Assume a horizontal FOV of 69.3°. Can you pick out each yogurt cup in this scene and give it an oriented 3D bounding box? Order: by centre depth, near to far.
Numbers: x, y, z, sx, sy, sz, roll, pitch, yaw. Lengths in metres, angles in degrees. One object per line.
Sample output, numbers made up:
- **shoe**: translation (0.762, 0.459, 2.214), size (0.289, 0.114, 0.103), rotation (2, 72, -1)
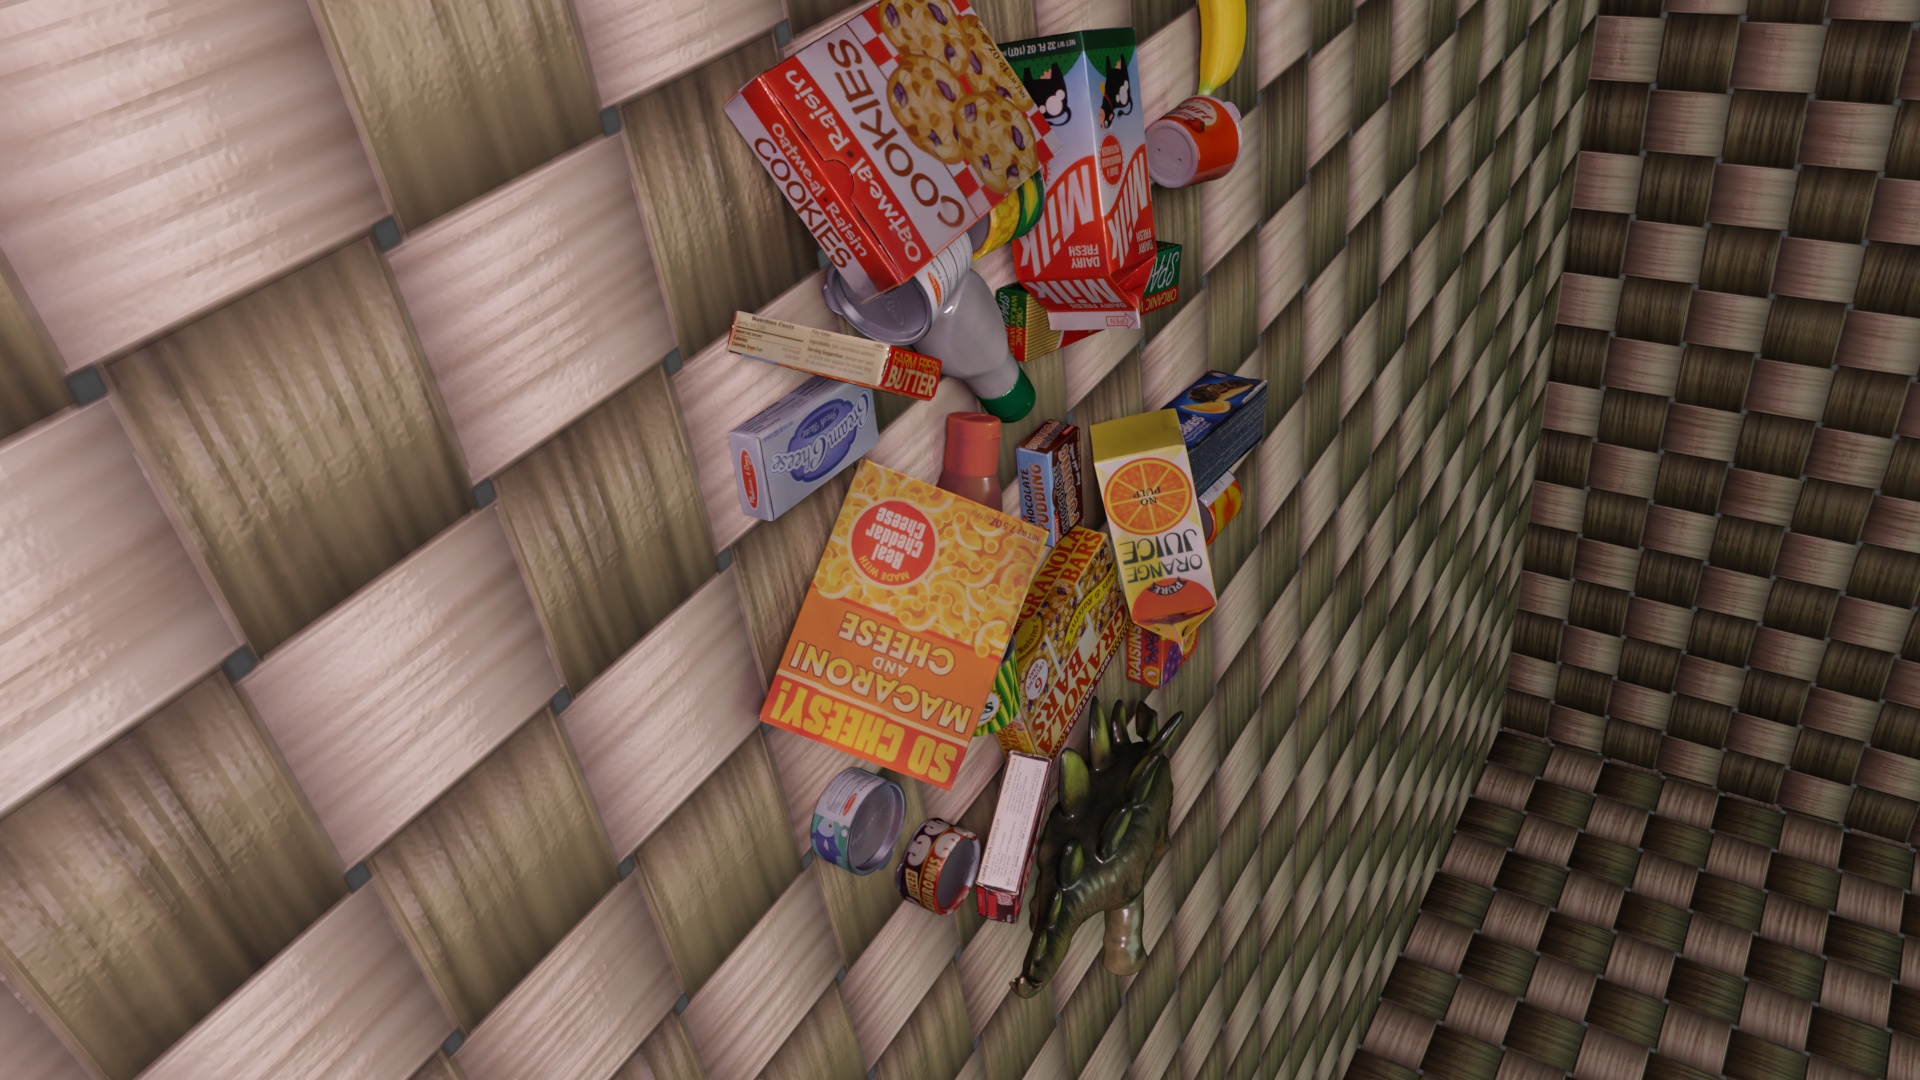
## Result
- **yogurt cup**: translation (0.178, -0.309, 1.087), size (0.054, 0.072, 0.072), rotation (-33, 131, -38)

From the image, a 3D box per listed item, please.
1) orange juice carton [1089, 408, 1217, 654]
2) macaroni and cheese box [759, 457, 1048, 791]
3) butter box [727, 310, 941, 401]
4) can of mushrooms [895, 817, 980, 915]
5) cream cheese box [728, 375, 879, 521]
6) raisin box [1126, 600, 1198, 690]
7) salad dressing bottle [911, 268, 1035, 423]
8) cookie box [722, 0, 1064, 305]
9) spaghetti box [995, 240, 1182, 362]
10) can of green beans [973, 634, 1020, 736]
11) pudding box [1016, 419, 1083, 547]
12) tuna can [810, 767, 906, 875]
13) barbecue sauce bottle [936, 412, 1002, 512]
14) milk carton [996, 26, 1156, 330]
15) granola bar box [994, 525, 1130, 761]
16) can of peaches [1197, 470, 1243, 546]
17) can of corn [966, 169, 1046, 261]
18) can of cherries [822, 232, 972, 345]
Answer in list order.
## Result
- **orange juice carton**: translation (0.161, -0.003, 1.133), size (0.072, 0.073, 0.191), rotation (-87, 162, -61)
- **macaroni and cheese box**: translation (-0.034, 0.051, 0.838), size (0.040, 0.124, 0.166), rotation (137, -25, -80)
- **butter box**: translation (-0.067, -0.097, 0.732), size (0.053, 0.103, 0.024), rotation (5, 100, -61)
- **can of mushrooms**: translation (-0.016, 0.246, 1.044), size (0.071, 0.033, 0.070), rotation (-34, 132, -49)
- **cream cheese box**: translation (-0.087, -0.059, 0.794), size (0.104, 0.024, 0.053), rotation (-41, 137, -44)
- **raisin box**: translation (0.192, 0.066, 1.305), size (0.086, 0.040, 0.122), rotation (-40, 136, -46)
- **salad dressing bottle**: translation (0.009, -0.125, 0.908), size (0.147, 0.044, 0.064), rotation (47, 62, -57)
- **cookie box**: translation (-0.030, -0.221, 0.744), size (0.122, 0.040, 0.168), rotation (54, 51, -14)
- **spaghetti box**: translation (0.102, -0.185, 1.049), size (0.251, 0.029, 0.050), rotation (-29, 128, -51)
- **can of green beans**: translation (0.008, 0.097, 0.983), size (0.071, 0.071, 0.057), rotation (-44, 139, -42)
- **pudding box**: translation (0.068, -0.043, 1.056), size (0.050, 0.030, 0.083), rotation (-40, 135, -43)
- **tuna can**: translation (-0.068, 0.189, 0.932), size (0.071, 0.033, 0.070), rotation (-33, 130, -49)
- **barbecue sauce bottle**: translation (0.003, -0.012, 0.949), size (0.065, 0.044, 0.148), rotation (-19, 119, -56)
- **milk carton**: translation (0.077, -0.232, 0.911), size (0.074, 0.072, 0.190), rotation (-30, 118, -51)
- **granola bar box**: translation (0.079, 0.088, 1.124), size (0.166, 0.039, 0.123), rotation (-56, 145, -30)
- **can of peaches**: translation (0.217, -0.030, 1.276), size (0.058, 0.071, 0.071), rotation (-40, 136, -44)
- **can of corn**: translation (0.009, -0.210, 0.844), size (0.058, 0.071, 0.070), rotation (-38, 134, -45)
- **can of cherries**: translation (-0.036, -0.156, 0.794), size (0.059, 0.071, 0.071), rotation (-60, 148, -34)
